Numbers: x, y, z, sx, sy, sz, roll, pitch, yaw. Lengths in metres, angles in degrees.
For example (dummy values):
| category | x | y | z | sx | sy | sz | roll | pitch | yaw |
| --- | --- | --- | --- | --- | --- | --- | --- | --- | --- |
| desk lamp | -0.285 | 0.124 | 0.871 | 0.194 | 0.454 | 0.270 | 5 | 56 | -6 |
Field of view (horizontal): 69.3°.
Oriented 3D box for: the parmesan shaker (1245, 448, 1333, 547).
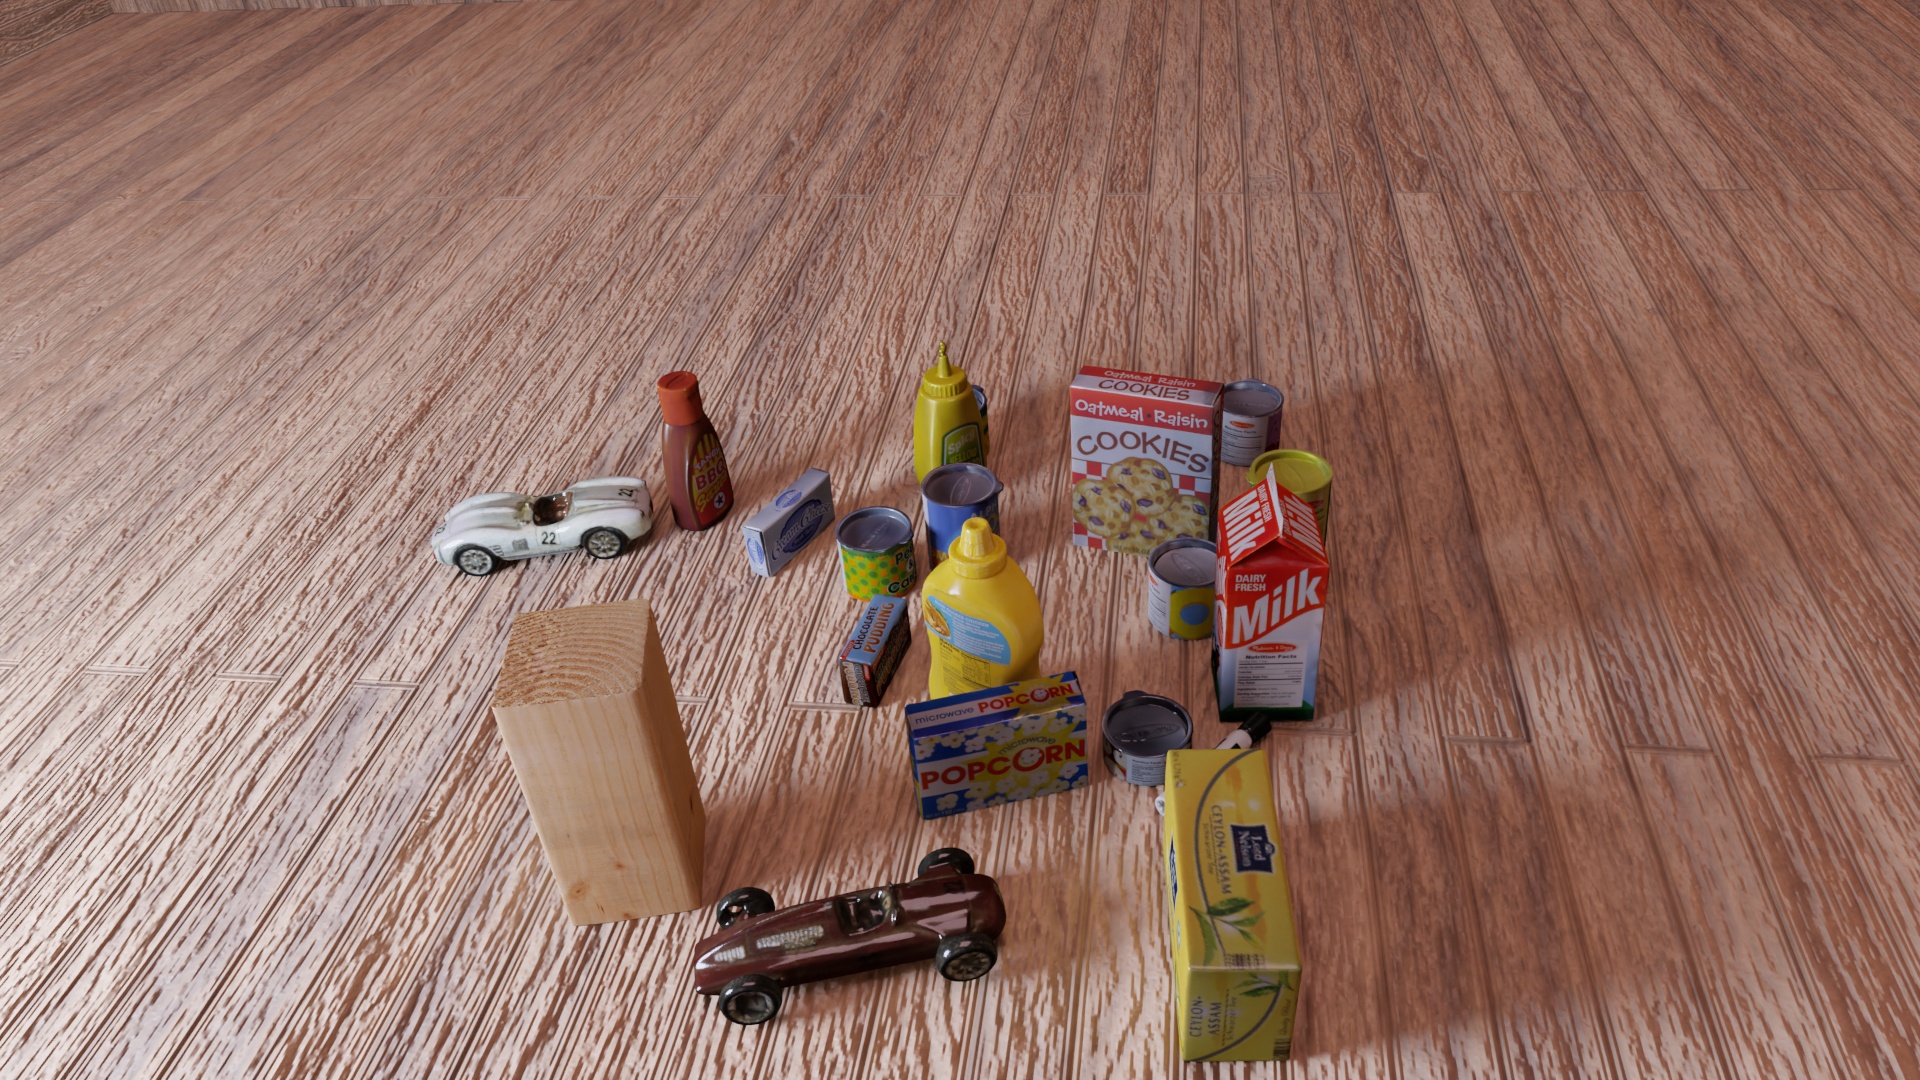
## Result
| category | x | y | z | sx | sy | sz | roll | pitch | yaw |
| --- | --- | --- | --- | --- | --- | --- | --- | --- | --- |
| parmesan shaker | 0.272 | -0.016 | 1.167 | 0.071 | 0.102 | 0.072 | -3 | 36 | 2 |

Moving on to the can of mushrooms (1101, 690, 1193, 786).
| category | x | y | z | sx | sy | sz | roll | pitch | yaw |
| --- | --- | --- | --- | --- | --- | --- | --- | --- | --- |
| can of mushrooms | 0.137 | 0.145 | 1.023 | 0.071 | 0.033 | 0.071 | -3 | 37 | 2 |

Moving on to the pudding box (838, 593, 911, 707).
| category | x | y | z | sx | sy | sz | roll | pitch | yaw |
| --- | --- | --- | --- | --- | --- | --- | --- | --- | --- |
| pudding box | -0.068 | 0.087 | 1.110 | 0.030 | 0.049 | 0.084 | 8 | 38 | 17 |

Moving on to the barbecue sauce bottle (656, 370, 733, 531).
| category | x | y | z | sx | sy | sz | roll | pitch | yaw |
| --- | --- | --- | --- | --- | --- | --- | --- | --- | --- |
| barbecue sauce bottle | -0.248 | -0.084 | 1.278 | 0.044 | 0.147 | 0.065 | 15 | 41 | 25 |

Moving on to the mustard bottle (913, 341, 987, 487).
| category | x | y | z | sx | sy | sz | roll | pitch | yaw |
| --- | --- | --- | --- | --- | --- | --- | --- | --- | --- |
| mustard bottle | -0.012 | -0.109 | 1.276 | 0.065 | 0.159 | 0.049 | -25 | 41 | -25 |

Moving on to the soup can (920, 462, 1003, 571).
| category | x | y | z | sx | sy | sz | roll | pitch | yaw |
| --- | --- | --- | --- | --- | --- | --- | --- | --- | --- |
| soup can | 0.004 | -0.015 | 1.212 | 0.071 | 0.083 | 0.072 | -3 | 36 | 2 |

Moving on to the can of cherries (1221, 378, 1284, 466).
| category | x | y | z | sx | sy | sz | roll | pitch | yaw |
| --- | --- | --- | --- | --- | --- | --- | --- | --- | --- |
| can of cherries | 0.276 | -0.114 | 1.335 | 0.071 | 0.058 | 0.072 | -3 | 36 | 2 |

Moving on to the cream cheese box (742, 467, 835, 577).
| category | x | y | z | sx | sy | sz | roll | pitch | yaw |
| --- | --- | --- | --- | --- | --- | --- | --- | --- | --- |
| cream cheese box | -0.153 | -0.017 | 1.257 | 0.024 | 0.053 | 0.104 | 17 | 42 | 27 |

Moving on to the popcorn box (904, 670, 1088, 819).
| category | x | y | z | sx | sy | sz | roll | pitch | yaw |
| --- | --- | --- | --- | --- | --- | --- | --- | --- | --- |
| popcorn box | 0.027 | 0.146 | 0.990 | 0.127 | 0.084 | 0.038 | -11 | 37 | -8 |

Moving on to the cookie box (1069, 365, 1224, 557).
| category | x | y | z | sx | sy | sz | roll | pitch | yaw |
| --- | --- | --- | --- | --- | --- | --- | --- | --- | --- |
| cookie box | 0.159 | -0.063 | 1.189 | 0.123 | 0.166 | 0.040 | 10 | 39 | 19 |

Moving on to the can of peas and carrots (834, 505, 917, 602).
| category | x | y | z | sx | sy | sz | roll | pitch | yaw |
| --- | --- | --- | --- | --- | --- | --- | --- | --- | --- |
| can of peas and carrots | -0.070 | 0.013 | 1.204 | 0.071 | 0.058 | 0.071 | -3 | 36 | 2 |

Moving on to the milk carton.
| category | x | y | z | sx | sy | sz | roll | pitch | yaw |
| --- | --- | --- | --- | --- | --- | --- | --- | --- | --- |
| milk carton | 0.226 | 0.040 | 1.023 | 0.073 | 0.189 | 0.073 | -2 | 37 | 5 |

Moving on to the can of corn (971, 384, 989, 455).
| category | x | y | z | sx | sy | sz | roll | pitch | yaw |
| --- | --- | --- | --- | --- | --- | --- | --- | --- | --- |
| can of corn | -0.004 | -0.113 | 1.365 | 0.071 | 0.058 | 0.071 | -3 | 36 | 2 |

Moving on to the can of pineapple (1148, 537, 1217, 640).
| category | x | y | z | sx | sy | sz | roll | pitch | yaw |
| --- | --- | --- | --- | --- | --- | --- | --- | --- | --- |
| can of pineapple | 0.189 | 0.039 | 1.139 | 0.071 | 0.057 | 0.071 | -3 | 36 | 2 |
